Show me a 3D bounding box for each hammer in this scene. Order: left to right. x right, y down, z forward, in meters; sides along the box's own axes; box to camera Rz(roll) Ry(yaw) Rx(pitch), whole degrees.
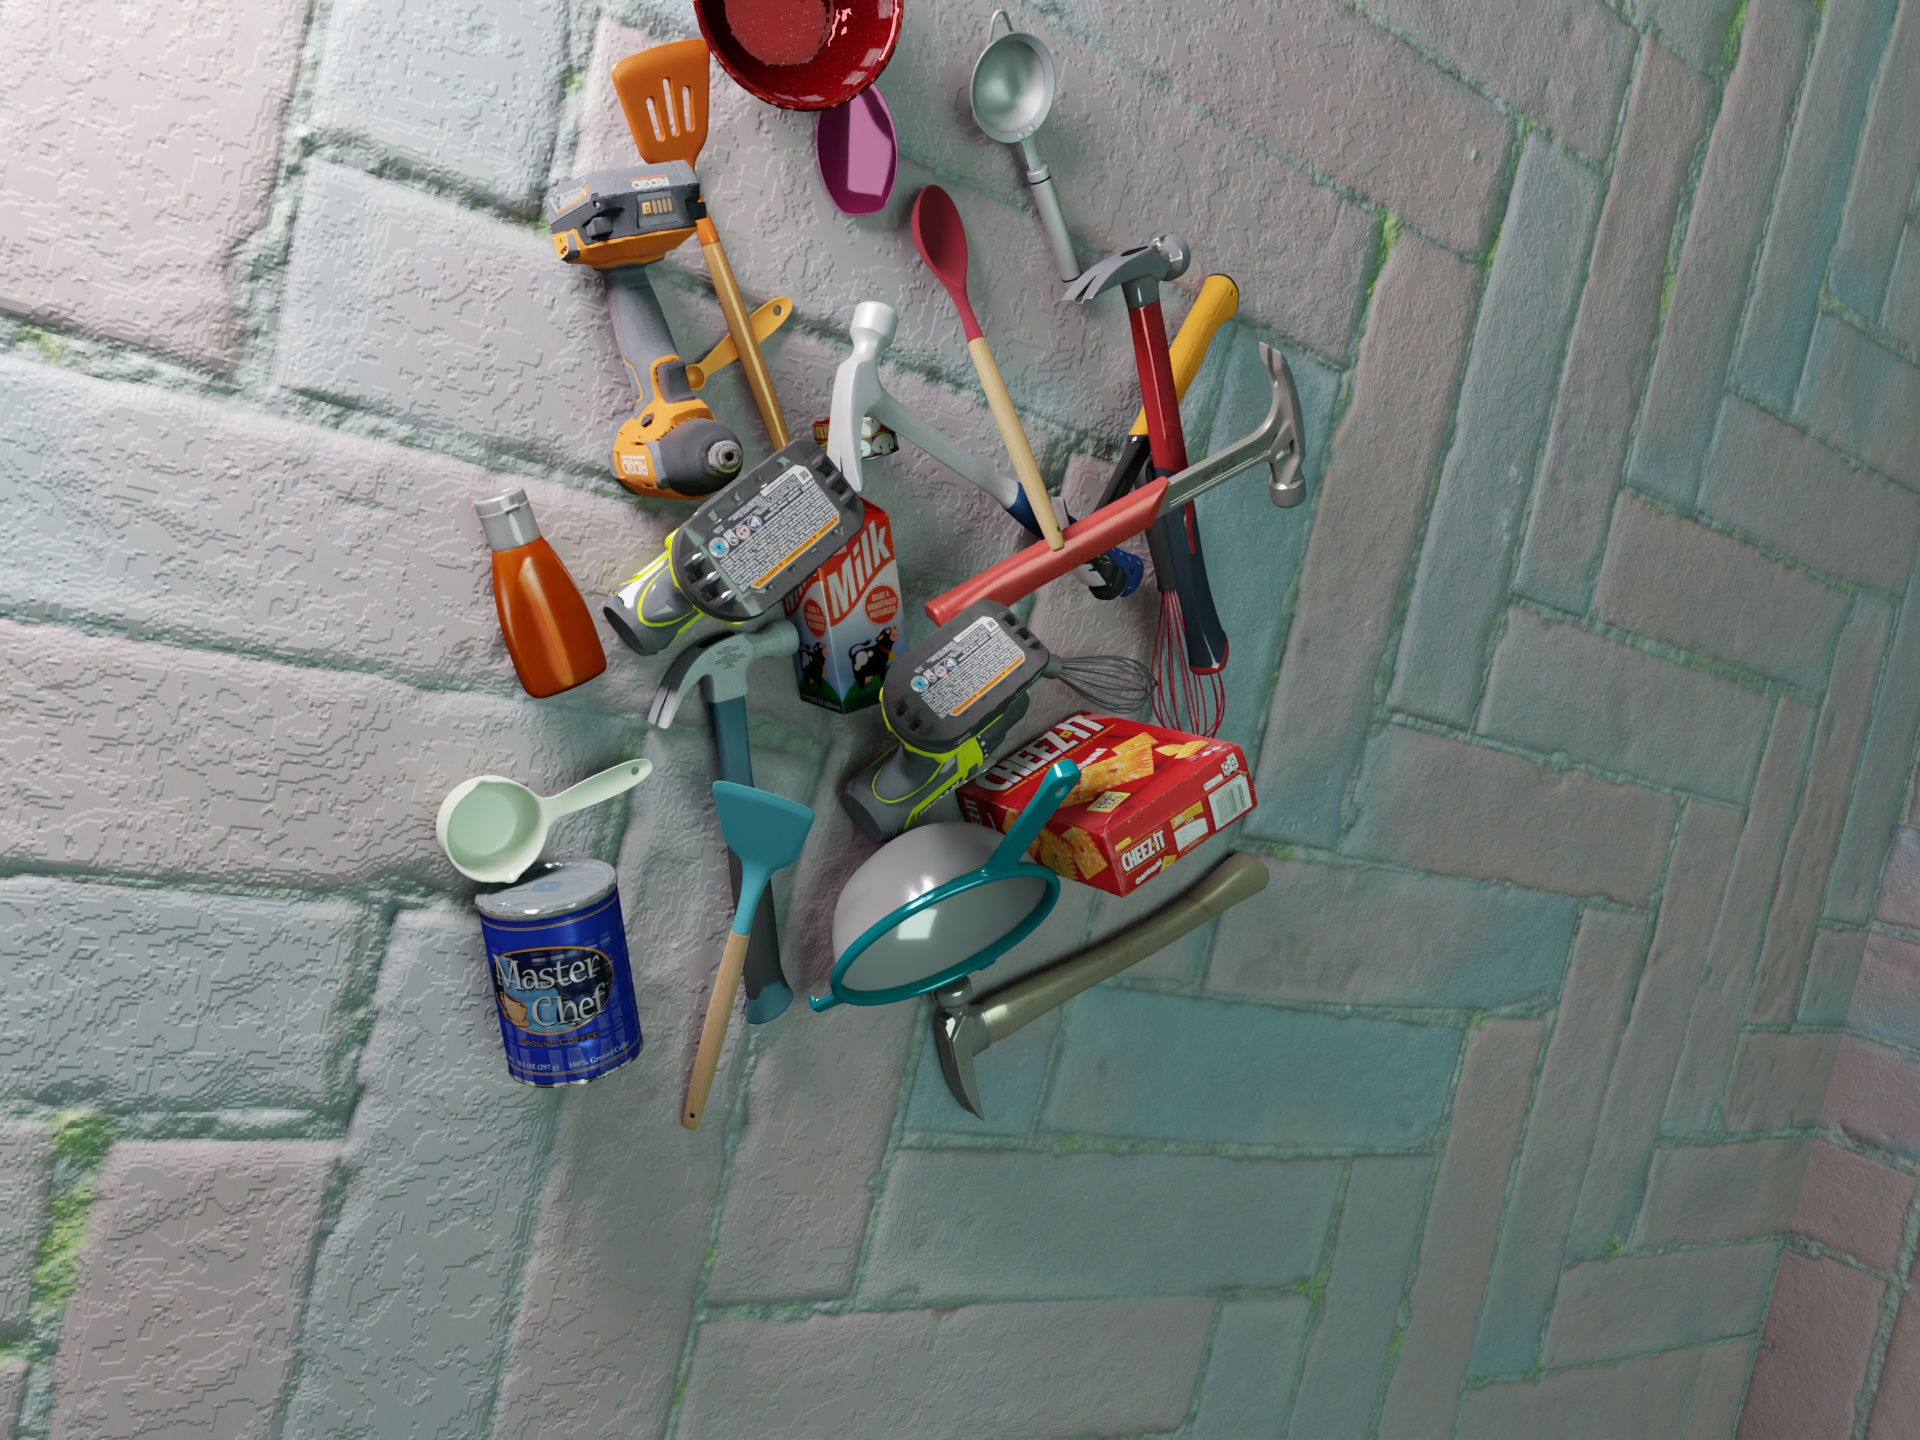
[{"bbox_3d":[-0.175,0.091,1.294,0.128,0.033,0.331,-16,109,-33],"label":"hammer"},{"bbox_3d":[0.033,-0.187,1.329,0.405,0.035,0.144,26,73,-48],"label":"hammer"},{"bbox_3d":[0.150,0.239,1.558,0.410,0.038,0.146,-23,114,-30],"label":"hammer"},{"bbox_3d":[0.130,-0.172,1.314,0.359,0.037,0.149,-29,128,-11],"label":"hammer"},{"bbox_3d":[0.169,-0.275,1.418,0.127,0.034,0.337,49,60,-41],"label":"hammer"},{"bbox_3d":[0.176,-0.210,1.380,0.143,0.038,0.386,-36,122,-39],"label":"hammer"}]

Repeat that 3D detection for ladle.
[{"bbox_3d":[0.024,-0.282,1.281,0.069,0.031,0.315,-12,80,-54],"label":"ladle"}]

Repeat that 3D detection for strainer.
[{"bbox_3d":[-0.003,0.111,1.305,0.211,0.095,0.340,-8,147,-35],"label":"strainer"},{"bbox_3d":[0.061,-0.466,1.336,0.087,0.050,0.258,-36,124,-18],"label":"strainer"}]

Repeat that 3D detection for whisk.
[{"bbox_3d":[0.083,-0.049,1.443,0.238,0.055,0.055,13,93,-32],"label":"whisk"},{"bbox_3d":[0.202,-0.106,1.508,0.073,0.073,0.295,-20,105,-31],"label":"whisk"}]

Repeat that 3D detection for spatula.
[{"bbox_3d":[-0.175,-0.333,1.188,0.081,0.041,0.322,-30,112,-28],"label":"spatula"},{"bbox_3d":[-0.186,0.195,1.271,0.082,0.044,0.317,17,107,3],"label":"spatula"}]

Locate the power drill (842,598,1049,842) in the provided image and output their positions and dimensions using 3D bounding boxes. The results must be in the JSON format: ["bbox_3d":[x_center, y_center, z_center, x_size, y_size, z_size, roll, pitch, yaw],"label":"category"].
[{"bbox_3d":[-0.002,-0.004,1.301,0.190,0.228,0.080,-39,78,-22],"label":"power drill"}]

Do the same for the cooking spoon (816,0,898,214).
[{"bbox_3d":[-0.094,-0.554,1.218,0.068,0.017,0.318,-13,108,-22],"label":"cooking spoon"}]

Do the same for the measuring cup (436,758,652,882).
[{"bbox_3d":[-0.311,0.061,1.189,0.167,0.038,0.083,-25,114,-31],"label":"measuring cup"}]

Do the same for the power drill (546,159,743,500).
[{"bbox_3d":[-0.210,-0.265,1.110,0.084,0.164,0.226,-19,109,-29],"label":"power drill"}]

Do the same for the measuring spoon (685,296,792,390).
[{"bbox_3d":[-0.173,-0.292,1.227,0.117,0.011,0.021,-45,118,-23],"label":"measuring spoon"}]

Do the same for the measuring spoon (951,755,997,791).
[{"bbox_3d":[-0.022,0.060,1.403,0.124,0.034,0.018,-31,94,-21],"label":"measuring spoon"}]

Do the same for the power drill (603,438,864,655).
[{"bbox_3d":[-0.159,-0.125,1.139,0.171,0.223,0.080,-42,104,-19],"label":"power drill"}]
